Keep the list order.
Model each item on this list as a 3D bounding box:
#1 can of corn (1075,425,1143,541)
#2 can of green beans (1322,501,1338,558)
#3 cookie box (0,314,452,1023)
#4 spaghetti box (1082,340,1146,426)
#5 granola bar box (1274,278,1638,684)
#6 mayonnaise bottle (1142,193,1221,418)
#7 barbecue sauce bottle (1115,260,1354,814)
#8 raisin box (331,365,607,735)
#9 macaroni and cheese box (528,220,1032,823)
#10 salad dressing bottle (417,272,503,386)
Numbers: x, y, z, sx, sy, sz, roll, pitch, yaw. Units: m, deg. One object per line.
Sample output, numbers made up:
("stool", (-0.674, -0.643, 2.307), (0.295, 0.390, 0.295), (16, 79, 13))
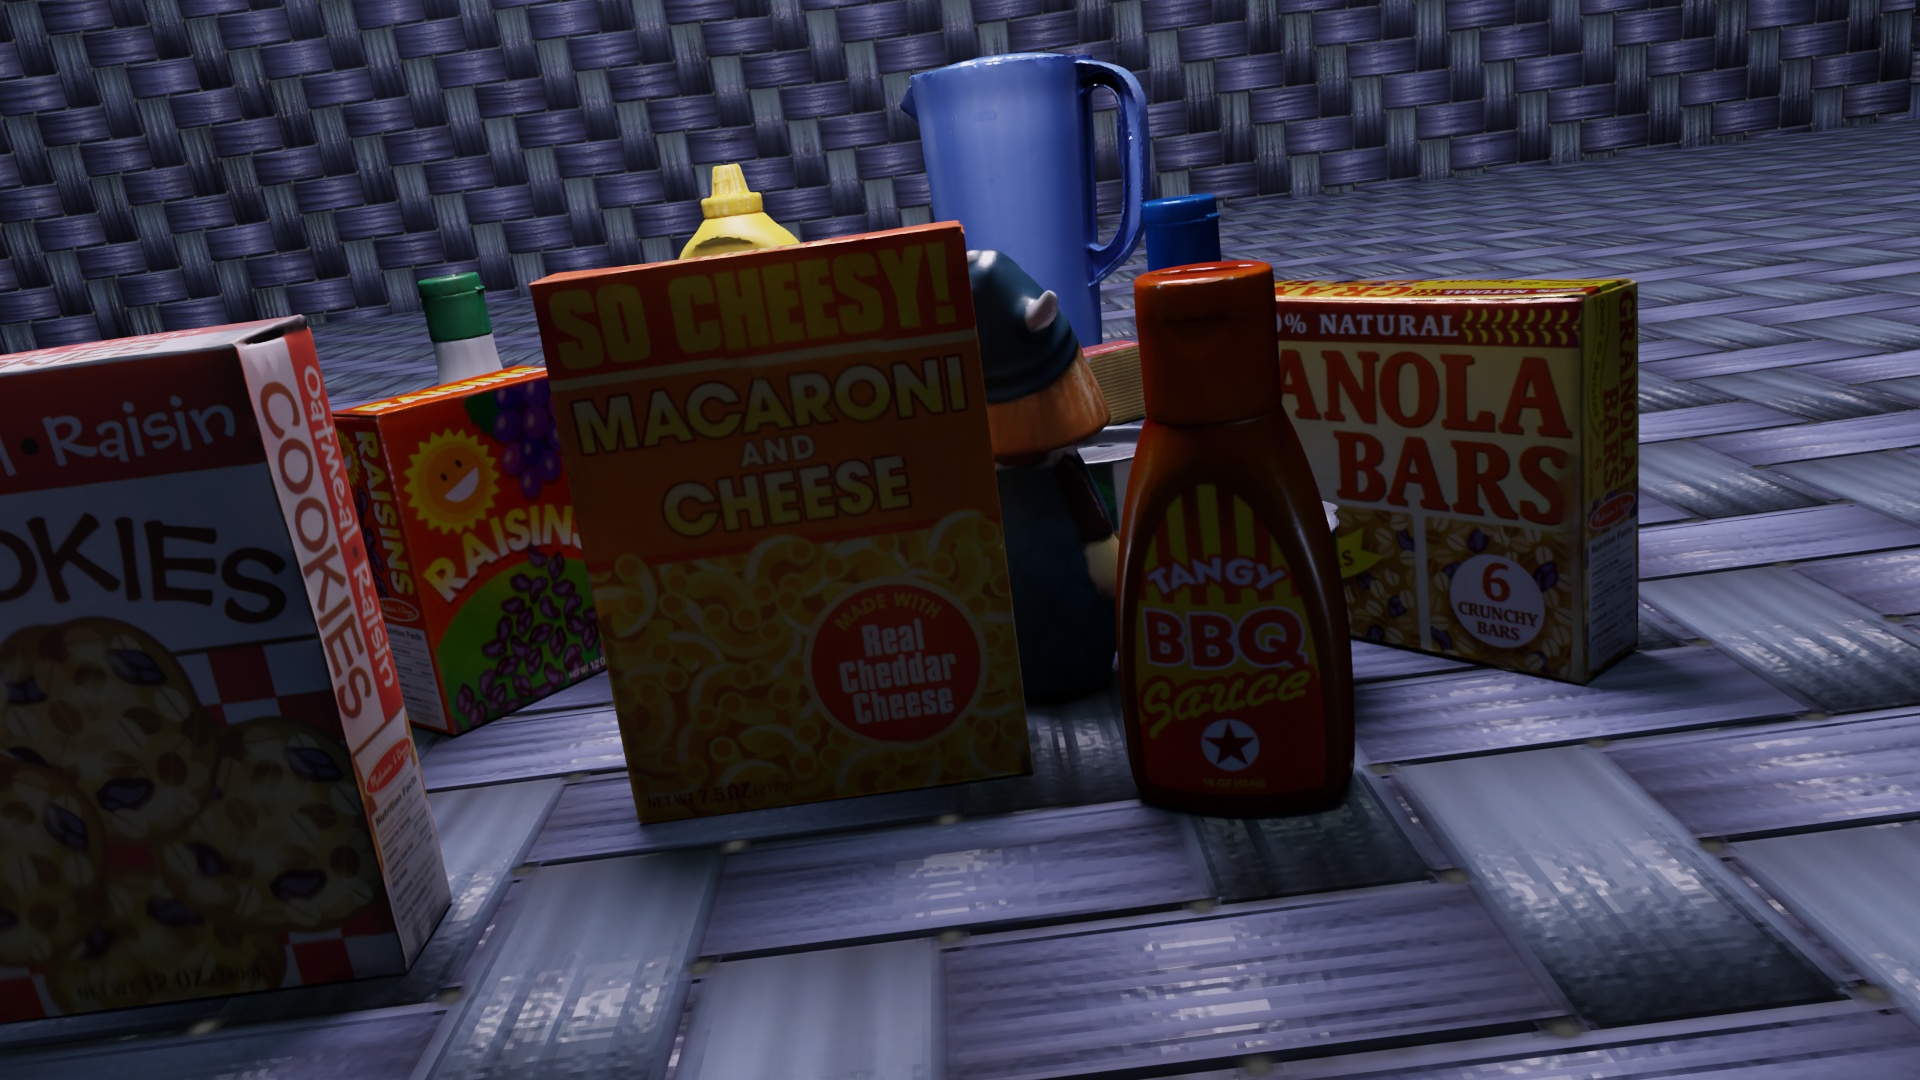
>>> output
("can of corn", (0.061, -0.014, 0.600), (0.071, 0.058, 0.071), (-7, 16, 2))
("can of green beans", (0.092, 0.023, 0.458), (0.071, 0.057, 0.071), (-7, 16, 2))
("cookie box", (-0.213, 0.035, 0.355), (0.123, 0.167, 0.040), (-7, 15, 1))
("spaghetti box", (0.009, -0.075, 0.848), (0.251, 0.050, 0.029), (-16, 18, -29))
("granola bar box", (0.146, -0.028, 0.488), (0.039, 0.123, 0.165), (-20, 20, -38))
("mayonnaise bottle", (0.116, -0.097, 0.697), (0.041, 0.147, 0.065), (6, 20, 39))
("barbecue sauce bottle", (0.072, 0.000, 0.382), (0.065, 0.148, 0.044), (-2, 16, 19))
("raisin box", (-0.184, 0.001, 0.539), (0.040, 0.123, 0.086), (5, 20, 39))
("macaroni and cheese box", (-0.049, -0.005, 0.420), (0.124, 0.166, 0.040), (-8, 15, 0))
("salad dressing bottle", (-0.303, -0.091, 0.868), (0.044, 0.147, 0.064), (-7, 16, 3))
